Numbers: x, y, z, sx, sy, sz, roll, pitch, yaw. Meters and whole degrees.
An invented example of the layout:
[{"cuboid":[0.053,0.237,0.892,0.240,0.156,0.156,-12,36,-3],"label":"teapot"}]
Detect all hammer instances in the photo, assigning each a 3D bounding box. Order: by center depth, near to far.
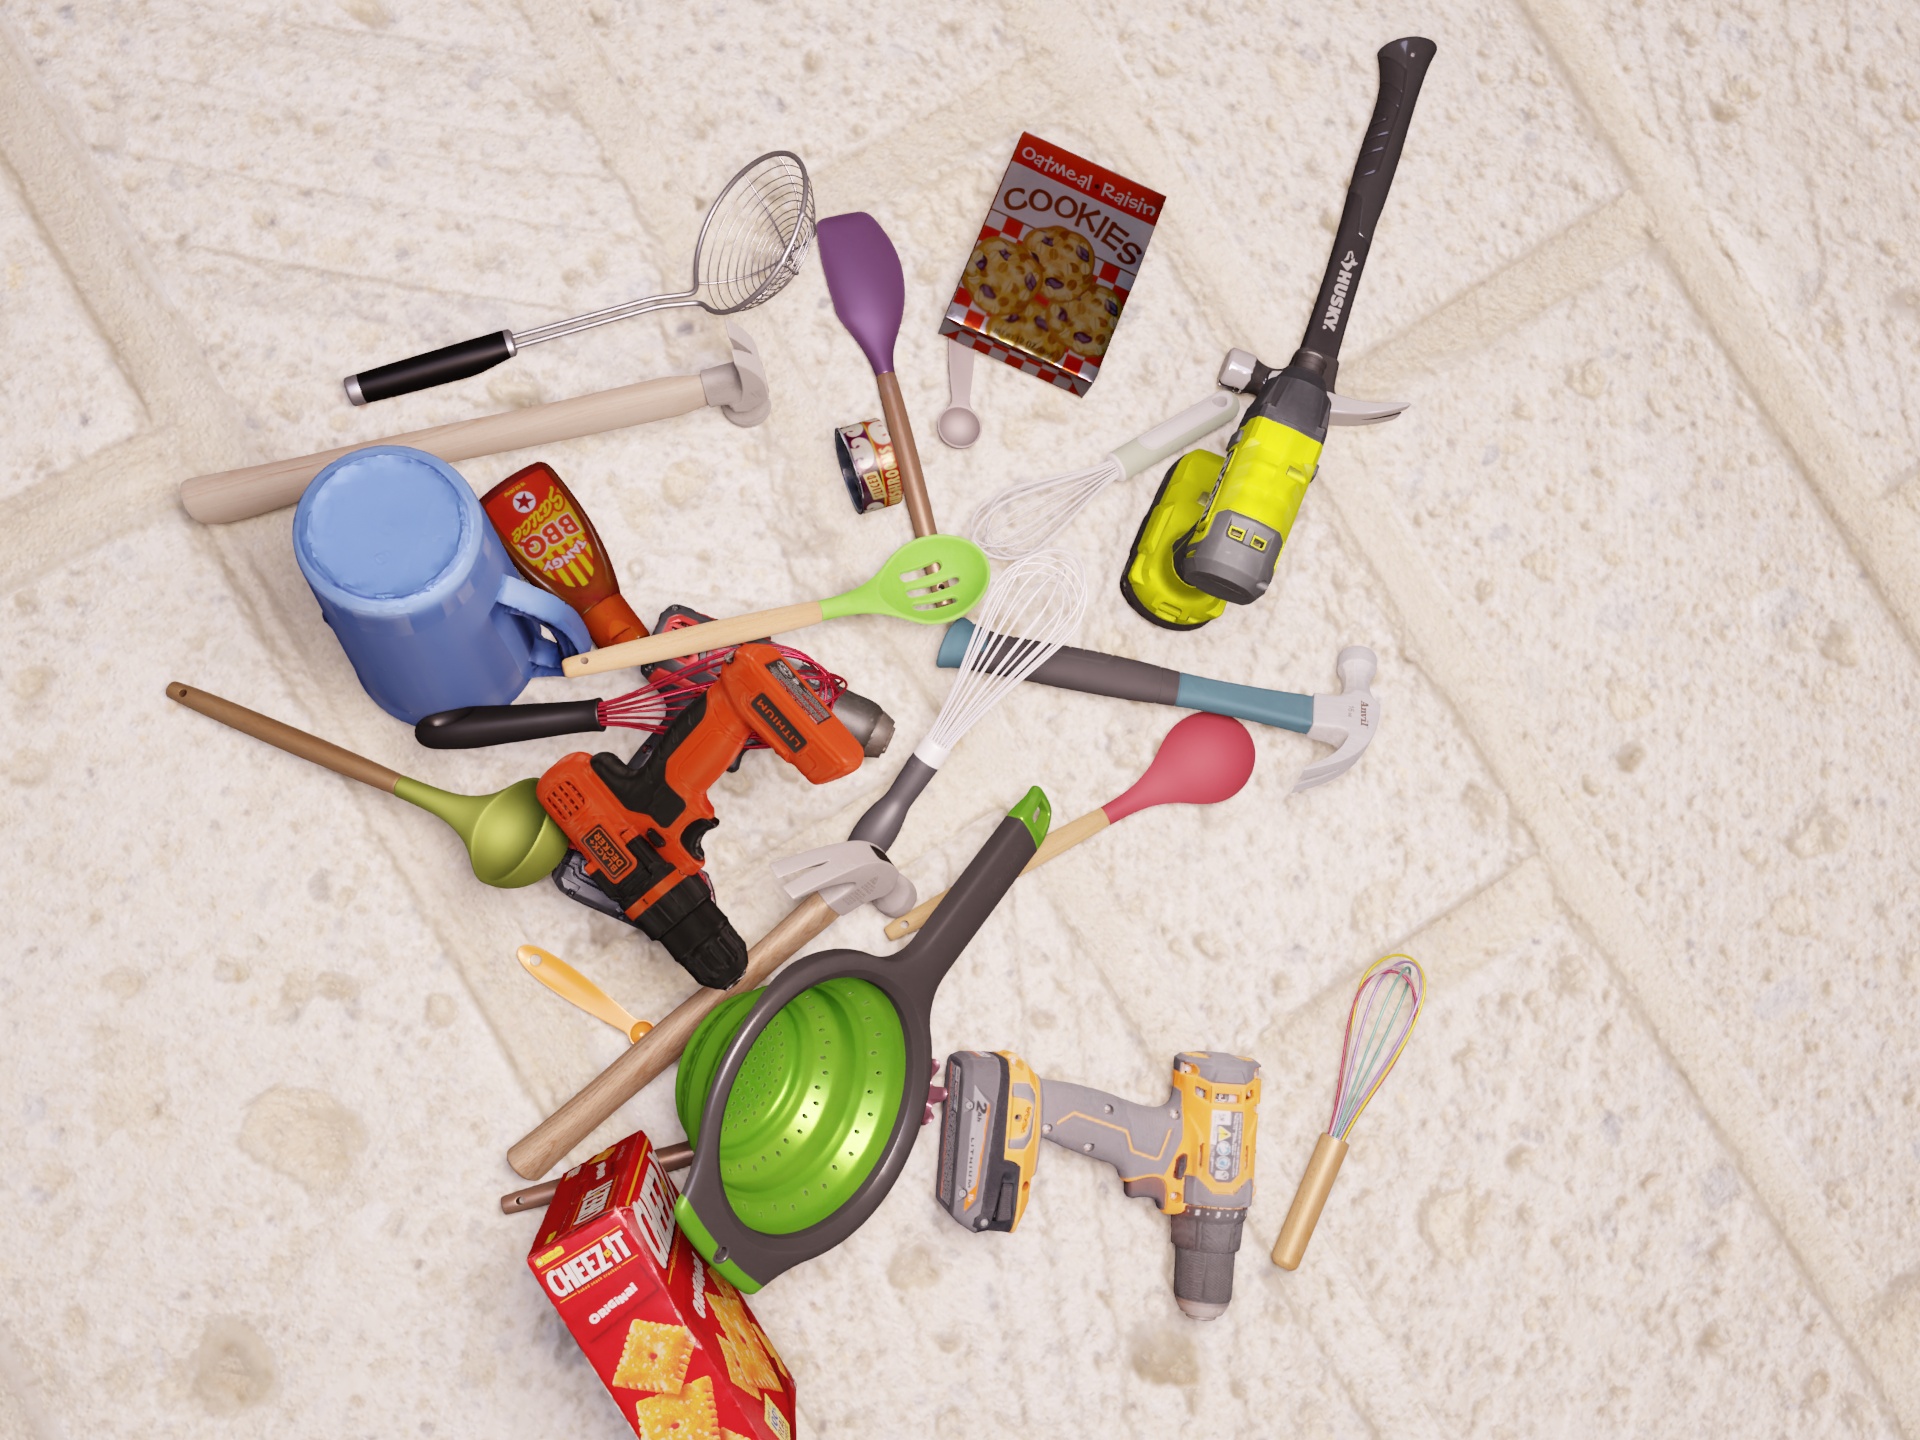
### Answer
[{"cuboid":[-0.179,0.200,1.099,0.331,0.130,0.031,-40,60,-2],"label":"hammer"},{"cuboid":[-0.338,-0.201,1.113,0.410,0.146,0.038,-13,86,-4],"label":"hammer"},{"cuboid":[0.147,-0.027,1.181,0.331,0.033,0.128,11,55,-1],"label":"hammer"},{"cuboid":[0.320,-0.391,1.261,0.146,0.035,0.335,19,81,-4],"label":"hammer"}]

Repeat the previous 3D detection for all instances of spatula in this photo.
[{"cuboid":[-0.048,-0.238,1.204,0.059,0.018,0.316,-13,84,-9],"label":"spatula"}]

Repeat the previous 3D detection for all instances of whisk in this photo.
[{"cuboid":[-0.221,-0.006,1.065,0.296,0.073,0.073,-6,84,4],"label":"whisk"},{"cuboid":[-0.002,-0.004,1.135,0.070,0.070,0.284,35,100,-2],"label":"whisk"},{"cuboid":[0.283,0.286,1.172,0.047,0.051,0.245,23,84,17],"label":"whisk"},{"cuboid":[0.111,-0.189,1.205,0.246,0.059,0.058,-31,60,-14],"label":"whisk"}]

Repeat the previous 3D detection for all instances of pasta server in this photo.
[{"cuboid":[-0.165,0.295,1.114,0.316,0.040,0.060,-14,73,-7],"label":"pasta server"}]

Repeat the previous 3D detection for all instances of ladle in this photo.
[{"cuboid":[-0.408,0.031,1.080,0.320,0.062,0.078,21,74,10],"label":"ladle"},{"cuboid":[0.084,0.082,1.177,0.315,0.031,0.069,-28,83,-8],"label":"ladle"}]

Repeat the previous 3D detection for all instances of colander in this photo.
[{"cuboid":[-0.074,0.186,1.084,0.397,0.094,0.204,-51,133,-29],"label":"colander"}]

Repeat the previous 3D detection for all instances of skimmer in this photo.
[{"cuboid":[-0.276,-0.314,1.150,0.363,0.090,0.127,-19,53,-6],"label":"skimmer"}]

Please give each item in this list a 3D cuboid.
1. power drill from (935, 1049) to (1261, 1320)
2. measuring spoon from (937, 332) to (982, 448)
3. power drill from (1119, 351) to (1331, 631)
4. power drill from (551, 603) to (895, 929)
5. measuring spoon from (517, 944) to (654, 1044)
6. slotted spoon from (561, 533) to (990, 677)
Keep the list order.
[{"cuboid":[0.100,0.324,1.124,0.226,0.084,0.185,6,84,-11],"label":"power drill"},{"cuboid":[-0.001,-0.264,1.218,0.034,0.018,0.124,4,76,-12],"label":"measuring spoon"},{"cuboid":[0.190,-0.152,1.118,0.080,0.223,0.171,24,81,-4],"label":"power drill"},{"cuboid":[-0.167,0.048,1.127,0.188,0.080,0.227,24,77,-3],"label":"power drill"},{"cuboid":[-0.265,0.195,1.129,0.117,0.011,0.021,34,81,2],"label":"measuring spoon"},{"cuboid":[-0.125,-0.073,1.121,0.313,0.031,0.070,-15,71,-21],"label":"slotted spoon"}]
